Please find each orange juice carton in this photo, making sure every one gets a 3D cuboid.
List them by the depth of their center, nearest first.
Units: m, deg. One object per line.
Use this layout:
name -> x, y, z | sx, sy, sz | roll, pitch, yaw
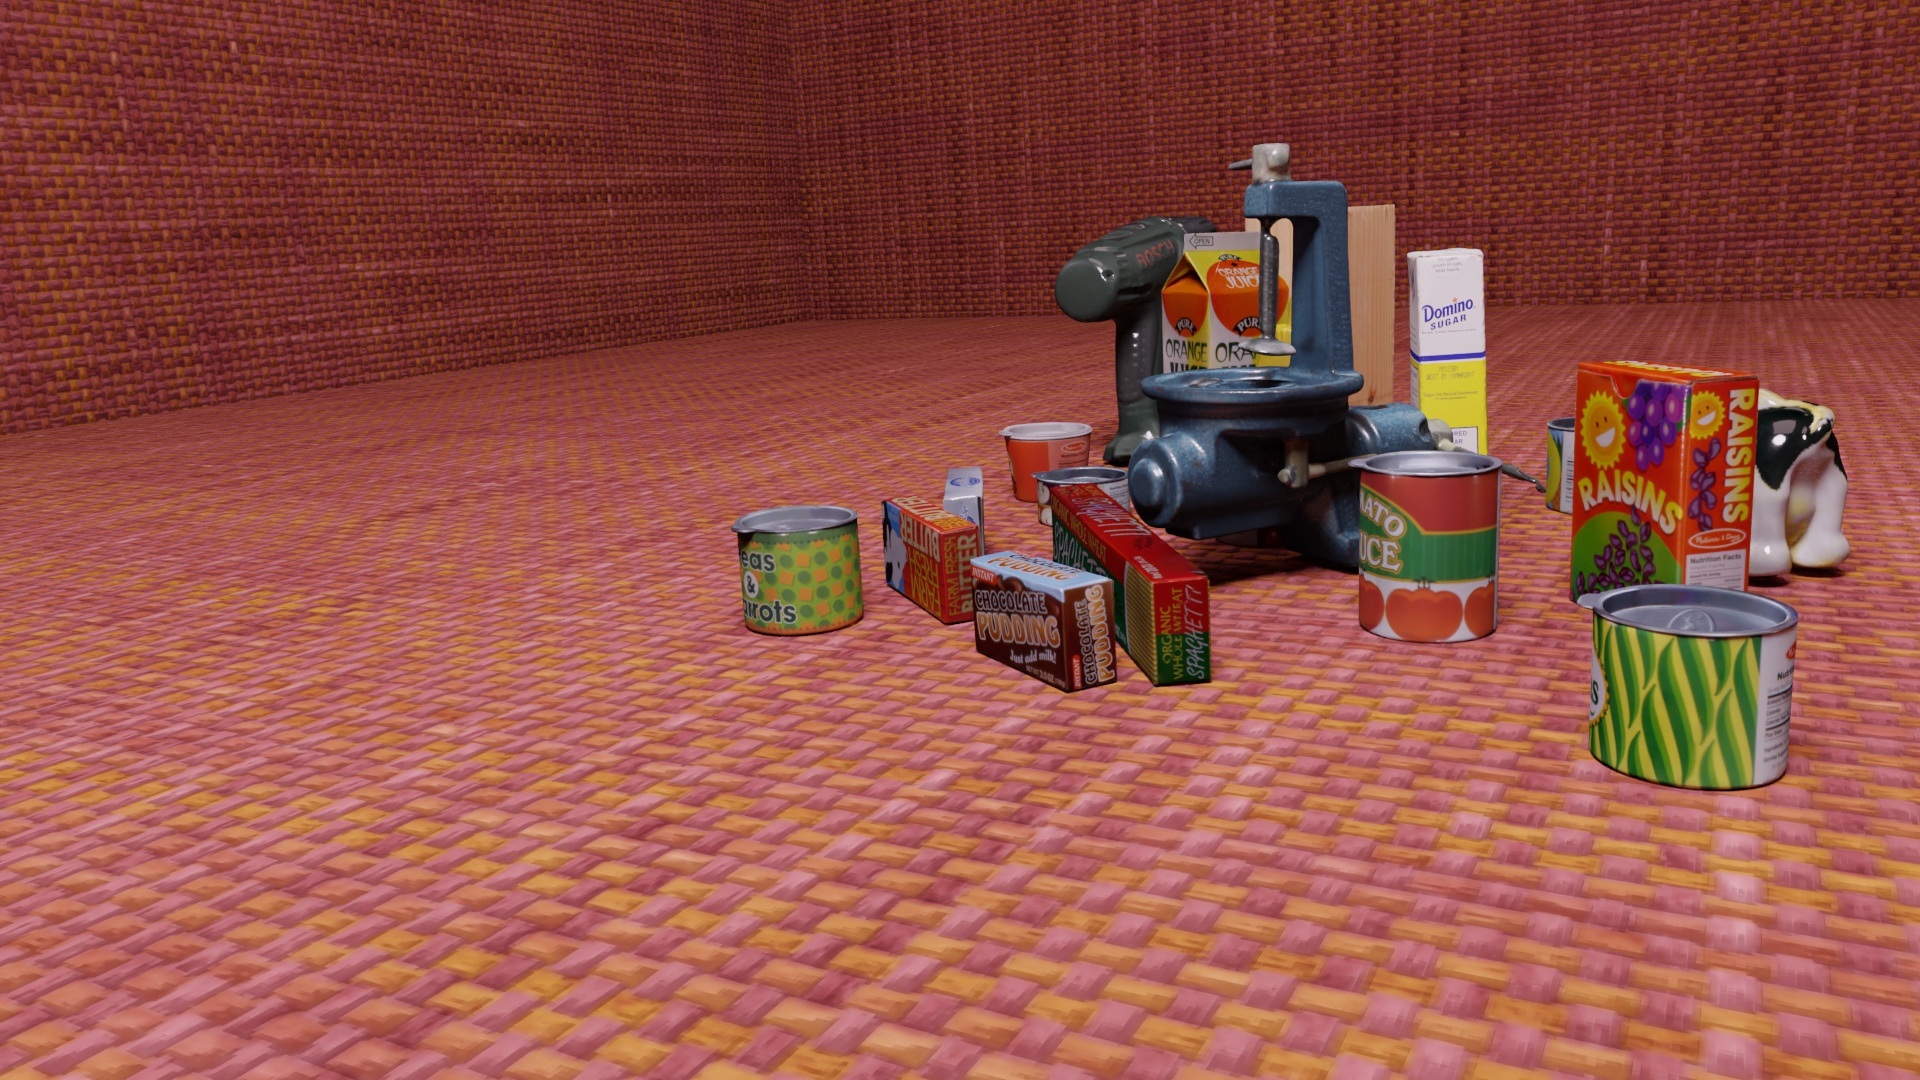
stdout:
orange juice carton -> 0.204, -0.139, 1.065 | 0.072, 0.192, 0.073 | -8, 13, -20

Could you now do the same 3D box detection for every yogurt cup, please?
yogurt cup -> 0.068, -0.060, 1.063 | 0.072, 0.053, 0.072 | -3, 12, 1

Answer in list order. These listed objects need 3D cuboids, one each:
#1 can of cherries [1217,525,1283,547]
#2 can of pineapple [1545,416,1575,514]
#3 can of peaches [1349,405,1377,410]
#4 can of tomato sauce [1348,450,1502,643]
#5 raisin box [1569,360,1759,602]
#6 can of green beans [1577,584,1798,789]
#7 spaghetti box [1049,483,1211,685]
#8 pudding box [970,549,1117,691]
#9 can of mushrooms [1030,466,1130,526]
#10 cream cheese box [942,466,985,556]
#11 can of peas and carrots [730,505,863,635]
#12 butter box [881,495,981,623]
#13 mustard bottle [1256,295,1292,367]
can of cherries -> 0.198, -0.031, 0.890 | 0.071, 0.058, 0.071 | -3, 12, 1
can of pineapple -> 0.425, -0.051, 0.924 | 0.071, 0.057, 0.071 | -3, 12, 1
can of peaches -> 0.295, -0.068, 1.034 | 0.071, 0.058, 0.071 | -3, 12, 1
can of tomato sauce -> 0.227, 0.002, 0.681 | 0.071, 0.083, 0.071 | -3, 12, 1
raisin box -> 0.335, -0.022, 0.668 | 0.040, 0.123, 0.086 | -5, 12, -8
can of green beans -> 0.265, 0.052, 0.506 | 0.071, 0.057, 0.071 | -3, 12, 1
spaghetti box -> 0.083, 0.015, 0.734 | 0.029, 0.050, 0.250 | -5, 13, -6
pudding box -> 0.038, 0.036, 0.653 | 0.030, 0.049, 0.084 | -10, 14, -28
can of mushrooms -> 0.084, -0.031, 0.977 | 0.071, 0.033, 0.071 | -3, 12, 1
cream cheese box -> 0.003, -0.011, 0.860 | 0.024, 0.053, 0.104 | -3, 12, 1
can of peas and carrots -> -0.089, 0.016, 0.752 | 0.071, 0.058, 0.071 | -3, 12, 1
butter box -> -0.017, 0.009, 0.778 | 0.024, 0.053, 0.103 | -8, 13, -20
mustard bottle -> 0.226, -0.096, 0.941 | 0.065, 0.159, 0.049 | 1, 13, 19
